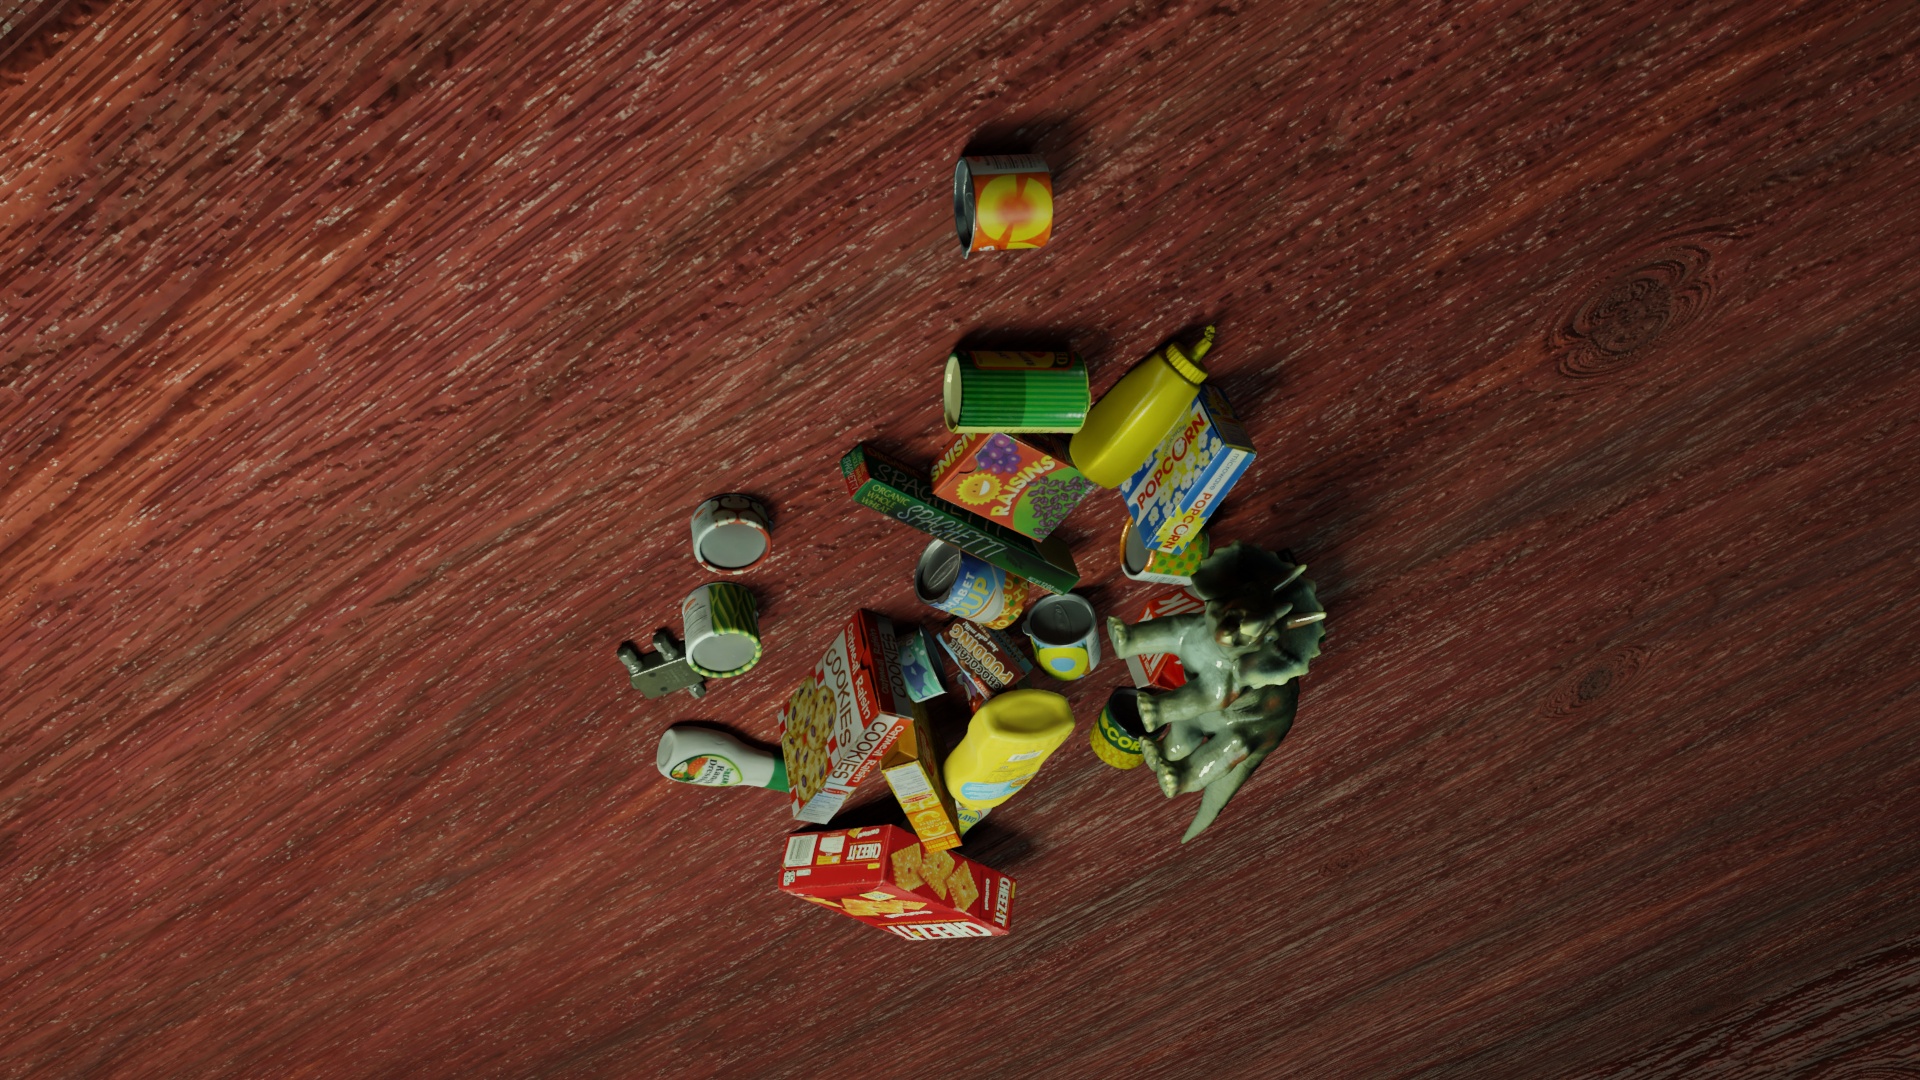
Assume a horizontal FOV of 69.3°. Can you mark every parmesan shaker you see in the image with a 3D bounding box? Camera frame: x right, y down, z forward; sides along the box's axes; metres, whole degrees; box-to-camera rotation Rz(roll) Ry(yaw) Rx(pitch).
[{"bbox_3d":[0.044,-0.118,1.102,0.103,0.071,0.071,-1,134,-15],"label":"parmesan shaker"}]

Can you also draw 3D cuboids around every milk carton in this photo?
[{"bbox_3d":[0.253,0.087,1.371,0.190,0.073,0.073,-22,135,4],"label":"milk carton"}]

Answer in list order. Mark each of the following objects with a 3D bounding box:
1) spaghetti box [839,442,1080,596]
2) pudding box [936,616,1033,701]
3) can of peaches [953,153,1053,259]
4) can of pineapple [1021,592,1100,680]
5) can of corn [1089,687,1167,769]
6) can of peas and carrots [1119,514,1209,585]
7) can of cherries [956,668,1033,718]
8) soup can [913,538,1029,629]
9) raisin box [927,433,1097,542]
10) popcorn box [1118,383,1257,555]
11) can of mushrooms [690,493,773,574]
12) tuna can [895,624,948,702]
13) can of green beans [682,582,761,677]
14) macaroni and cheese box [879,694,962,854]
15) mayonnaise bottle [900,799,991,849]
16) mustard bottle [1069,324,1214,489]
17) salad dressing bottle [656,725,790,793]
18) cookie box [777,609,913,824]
[{"bbox_3d":[0.004,-0.015,1.209,0.250,0.050,0.028,25,121,-35],"label":"spaghetti box"},{"bbox_3d":[0.022,0.105,1.316,0.049,0.084,0.030,-41,173,25],"label":"pudding box"},{"bbox_3d":[0.030,-0.236,0.981,0.058,0.071,0.070,-6,136,-11],"label":"can of peaches"},{"bbox_3d":[0.098,0.092,1.335,0.071,0.071,0.057,-15,137,-1],"label":"can of pineapple"},{"bbox_3d":[0.176,0.200,1.462,0.071,0.071,0.058,5,133,-21],"label":"can of corn"},{"bbox_3d":[0.186,0.004,1.273,0.059,0.071,0.070,6,132,-21],"label":"can of peas and carrots"},{"bbox_3d":[0.036,0.149,1.377,0.071,0.059,0.071,-9,136,-9],"label":"can of cherries"},{"bbox_3d":[0.011,0.040,1.251,0.084,0.072,0.071,23,124,-34],"label":"soup can"},{"bbox_3d":[0.046,-0.056,1.188,0.123,0.040,0.085,24,125,-33],"label":"raisin box"},{"bbox_3d":[0.193,-0.061,1.193,0.038,0.085,0.126,12,129,-27],"label":"popcorn box"},{"bbox_3d":[-0.191,-0.004,1.174,0.071,0.033,0.070,-8,135,-8],"label":"can of mushrooms"},{"bbox_3d":[-0.039,0.116,1.319,0.033,0.071,0.070,-21,136,6],"label":"tuna can"},{"bbox_3d":[-0.212,0.080,1.235,0.071,0.058,0.071,-9,136,-8],"label":"can of green beans"},{"bbox_3d":[-0.045,0.214,1.373,0.040,0.124,0.165,-16,137,5],"label":"macaroni and cheese box"},{"bbox_3d":[0.000,0.290,1.522,0.065,0.041,0.147,24,124,-32],"label":"mayonnaise bottle"},{"bbox_3d":[0.157,-0.115,1.146,0.049,0.065,0.159,28,118,-31],"label":"mustard bottle"},{"bbox_3d":[-0.226,0.222,1.385,0.148,0.044,0.064,17,129,-31],"label":"salad dressing bottle"},{"bbox_3d":[-0.112,0.166,1.304,0.040,0.123,0.166,17,127,-31],"label":"cookie box"}]
